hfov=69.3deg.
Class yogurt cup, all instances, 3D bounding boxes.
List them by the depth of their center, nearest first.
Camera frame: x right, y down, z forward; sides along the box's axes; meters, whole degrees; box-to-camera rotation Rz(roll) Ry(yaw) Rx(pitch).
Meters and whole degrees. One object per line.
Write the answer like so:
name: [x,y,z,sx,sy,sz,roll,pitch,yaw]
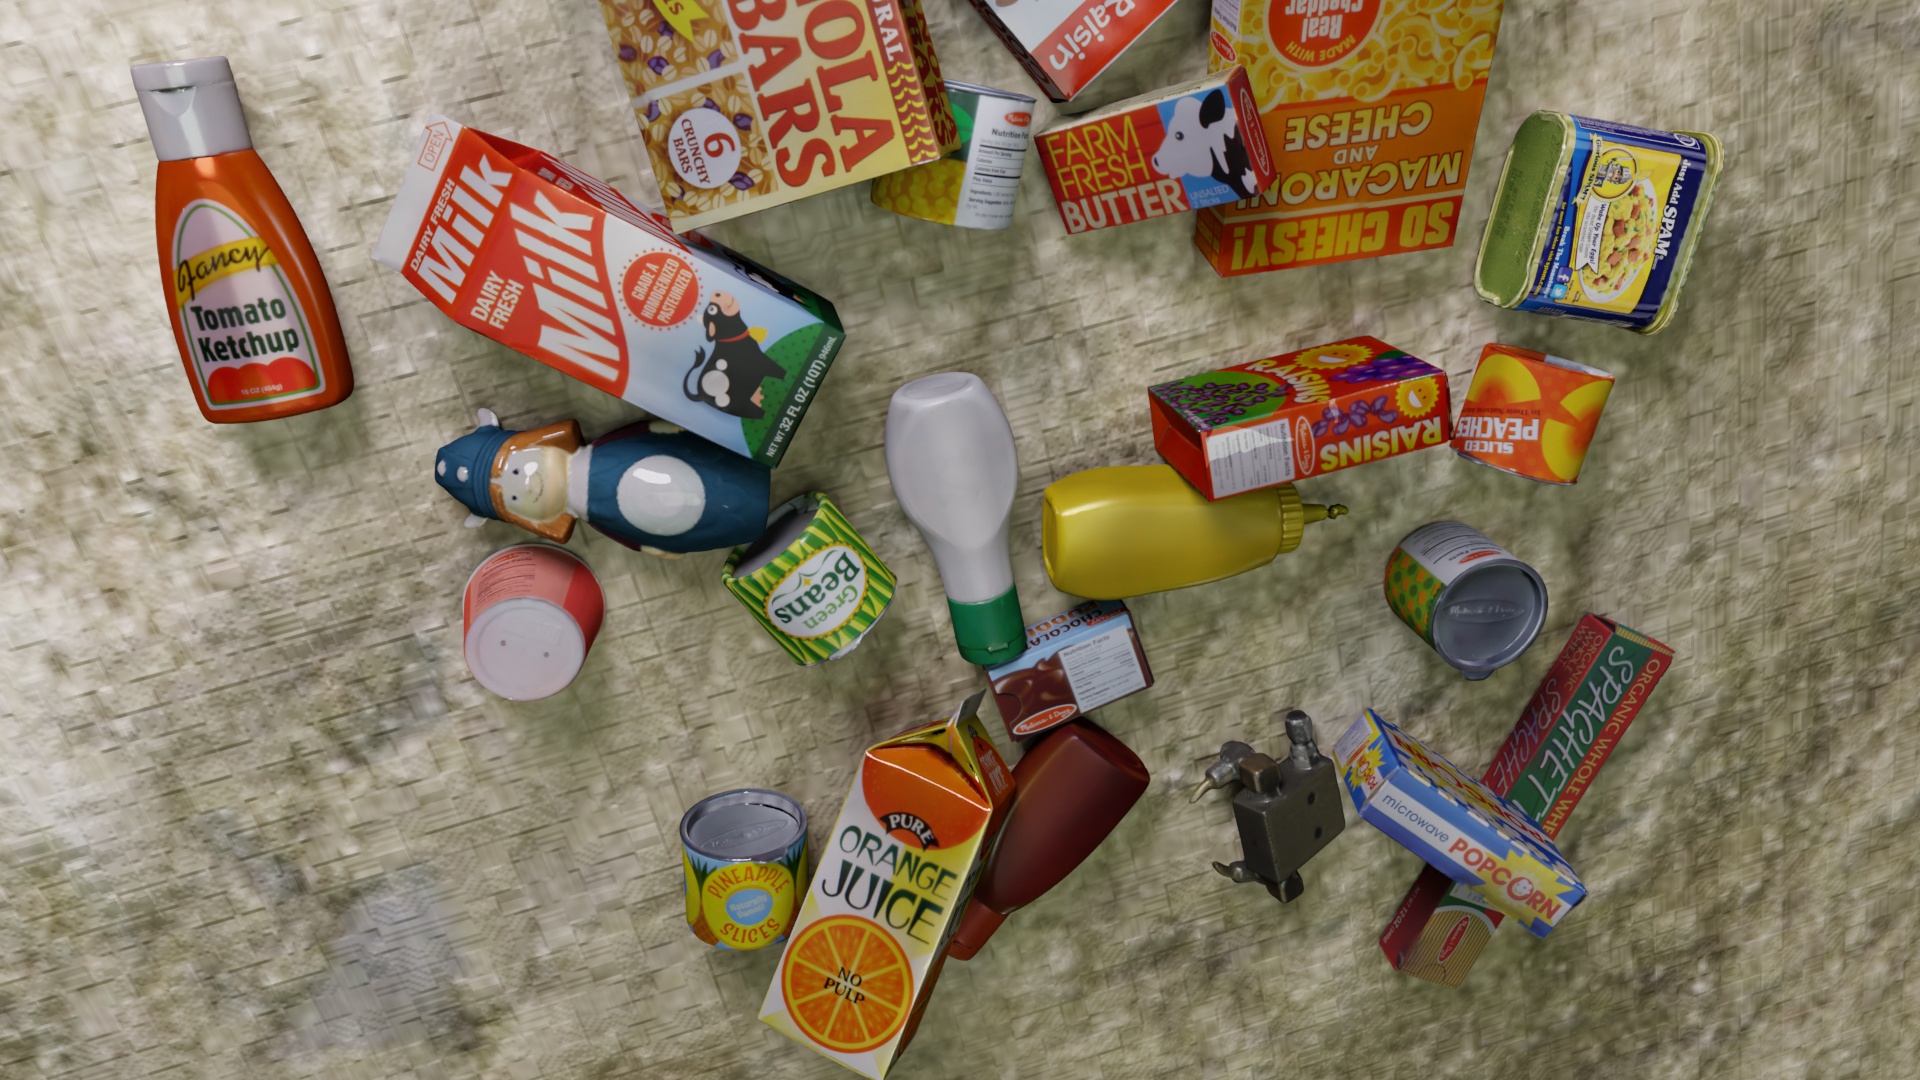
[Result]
yogurt cup: [-0.207,0.042,0.668,0.072,0.054,0.072,-4,111,-10]

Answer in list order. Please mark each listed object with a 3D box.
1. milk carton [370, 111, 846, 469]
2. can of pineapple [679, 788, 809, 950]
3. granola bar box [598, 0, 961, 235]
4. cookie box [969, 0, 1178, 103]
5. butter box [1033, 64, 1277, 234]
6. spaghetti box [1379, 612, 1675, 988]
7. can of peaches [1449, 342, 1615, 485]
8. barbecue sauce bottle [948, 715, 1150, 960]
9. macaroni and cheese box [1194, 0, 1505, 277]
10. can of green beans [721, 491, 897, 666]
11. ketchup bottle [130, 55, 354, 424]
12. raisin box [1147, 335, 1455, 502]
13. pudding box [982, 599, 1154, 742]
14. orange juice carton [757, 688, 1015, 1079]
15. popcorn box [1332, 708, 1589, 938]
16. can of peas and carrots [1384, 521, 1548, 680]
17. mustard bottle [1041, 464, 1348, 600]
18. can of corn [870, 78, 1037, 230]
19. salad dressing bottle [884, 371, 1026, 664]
milk carton: [-0.152,-0.110,0.610,0.190,0.074,0.072,25,104,-18]
can of pineapple: [-0.112,0.173,0.728,0.071,0.071,0.057,-3,112,-10]
granola bar box: [-0.082,-0.222,0.566,0.124,0.039,0.165,-12,105,18]
cookie box: [0.036,-0.294,0.596,0.123,0.040,0.167,-42,111,6]
butter box: [0.087,-0.174,0.626,0.024,0.103,0.053,-46,122,-41]
spaghetti box: [0.337,0.159,0.834,0.050,0.029,0.249,21,105,-18]
can of peaches: [0.294,-0.066,0.718,0.071,0.071,0.058,9,108,-14]
barbecue sauce bottle: [0.037,0.168,0.770,0.065,0.044,0.148,34,102,-20]
macaroni and cheese box: [0.175,-0.209,0.631,0.124,0.040,0.165,-9,130,-8]
can of green beans: [-0.074,0.018,0.679,0.071,0.071,0.057,-37,113,4]
ketchup bottle: [-0.309,-0.126,0.590,0.065,0.044,0.148,-10,112,-7]
raisin box: [0.165,-0.062,0.685,0.123,0.086,0.040,-14,111,-6]
pudding box: [0.056,0.067,0.743,0.084,0.030,0.049,-23,114,-2]
orange juice carton: [-0.028,0.167,0.718,0.073,0.072,0.192,23,94,11]
popcorn box: [0.274,0.155,0.773,0.127,0.085,0.038,34,104,-4]
can of peas and carrots: [0.274,0.032,0.757,0.071,0.059,0.070,-4,112,-9]
mustard bottle: [0.123,-0.008,0.717,0.160,0.049,0.065,-5,119,-10]
can of corn: [-0.006,-0.175,0.621,0.071,0.071,0.058,7,110,-14]
salad dressing bottle: [0.002,-0.009,0.697,0.064,0.044,0.147,-15,114,-7]
